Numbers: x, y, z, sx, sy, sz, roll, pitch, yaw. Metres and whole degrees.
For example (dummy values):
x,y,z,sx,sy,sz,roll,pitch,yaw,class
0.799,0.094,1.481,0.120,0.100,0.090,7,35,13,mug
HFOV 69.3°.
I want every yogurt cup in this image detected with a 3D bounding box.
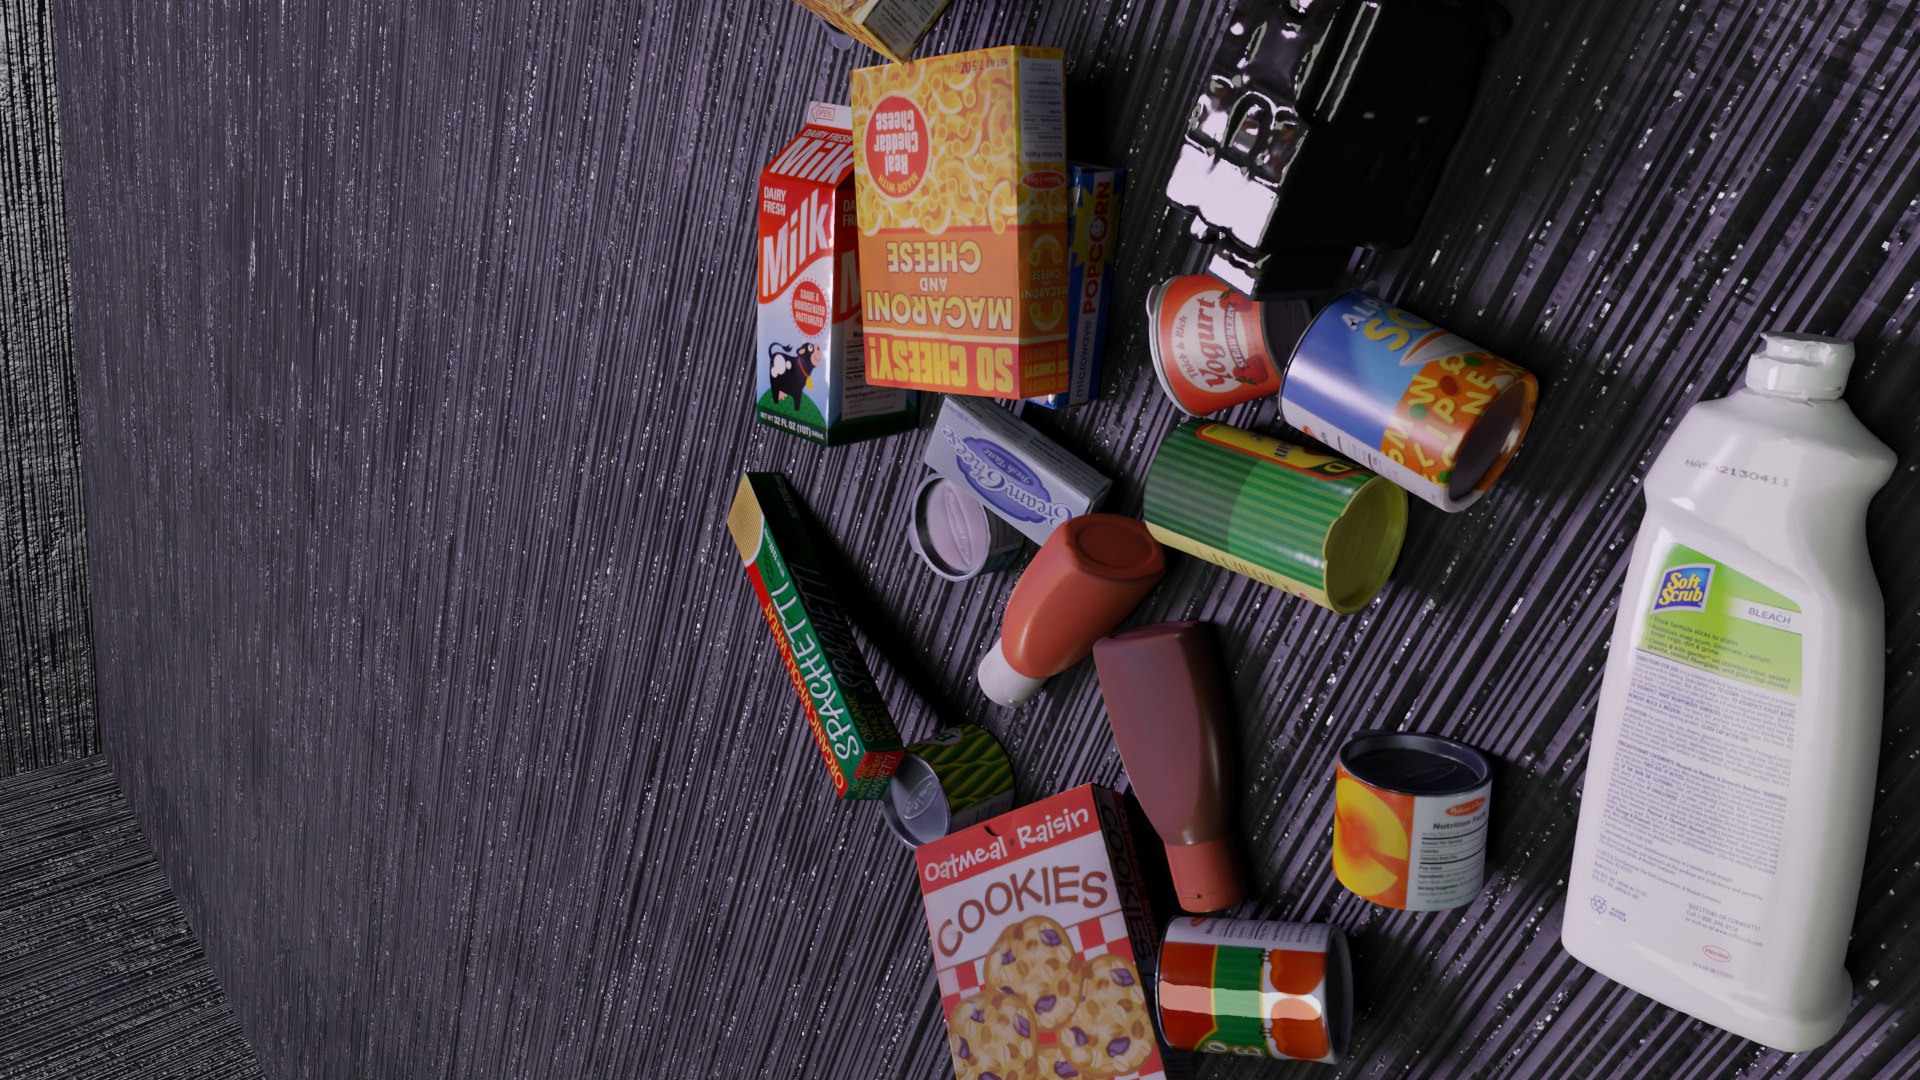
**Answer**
x,y,z,sx,sy,sz,roll,pitch,yaw,class
0.128,-0.094,0.642,0.054,0.072,0.072,-7,96,39,yogurt cup

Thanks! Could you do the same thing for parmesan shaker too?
x,y,z,sx,sy,sz,roll,pitch,yaw,class
0.143,-0.014,0.642,0.103,0.071,0.071,24,118,40,parmesan shaker

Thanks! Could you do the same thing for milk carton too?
x,y,z,sx,sy,sz,roll,pitch,yaw,class
-0.071,-0.159,0.824,0.072,0.074,0.189,22,116,41,milk carton

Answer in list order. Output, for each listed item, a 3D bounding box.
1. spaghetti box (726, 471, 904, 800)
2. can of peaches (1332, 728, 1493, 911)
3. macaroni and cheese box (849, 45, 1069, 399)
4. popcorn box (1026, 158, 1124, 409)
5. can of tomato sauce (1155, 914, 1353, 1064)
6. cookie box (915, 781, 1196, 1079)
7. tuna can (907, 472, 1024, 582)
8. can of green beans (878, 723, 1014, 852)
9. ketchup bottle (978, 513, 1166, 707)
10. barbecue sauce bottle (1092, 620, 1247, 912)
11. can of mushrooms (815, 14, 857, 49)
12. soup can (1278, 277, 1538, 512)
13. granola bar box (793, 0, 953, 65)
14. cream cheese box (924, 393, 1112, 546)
x,y,z,sx,sy,sz,roll,pitch,yaw,class
-0.098,0.055,0.901,0.251,0.029,0.050,61,139,37,spaghetti box
0.201,0.125,0.626,0.071,0.071,0.058,14,112,44,can of peaches
0.000,-0.161,0.715,0.124,0.040,0.166,12,109,46,macaroni and cheese box
0.037,-0.141,0.741,0.085,0.038,0.126,25,119,41,popcorn box
0.148,0.225,0.693,0.083,0.071,0.071,-5,98,27,can of tomato sauce
0.048,0.232,0.762,0.122,0.040,0.168,-26,59,24,cookie box
0.003,-0.010,0.819,0.071,0.033,0.071,16,112,43,tuna can
-0.009,0.152,0.860,0.071,0.058,0.071,16,113,43,can of green beans
0.053,0.043,0.763,0.148,0.065,0.044,123,141,-49,ketchup bottle
0.115,0.119,0.730,0.064,0.044,0.148,-12,93,45,barbecue sauce bottle
-0.053,-0.316,0.790,0.071,0.033,0.070,15,112,42,can of mushrooms
0.189,-0.062,0.585,0.084,0.071,0.071,36,126,33,soup can
-0.047,-0.332,0.721,0.124,0.039,0.166,-52,51,6,granola bar box
0.030,-0.038,0.762,0.104,0.024,0.053,36,141,15,cream cheese box
